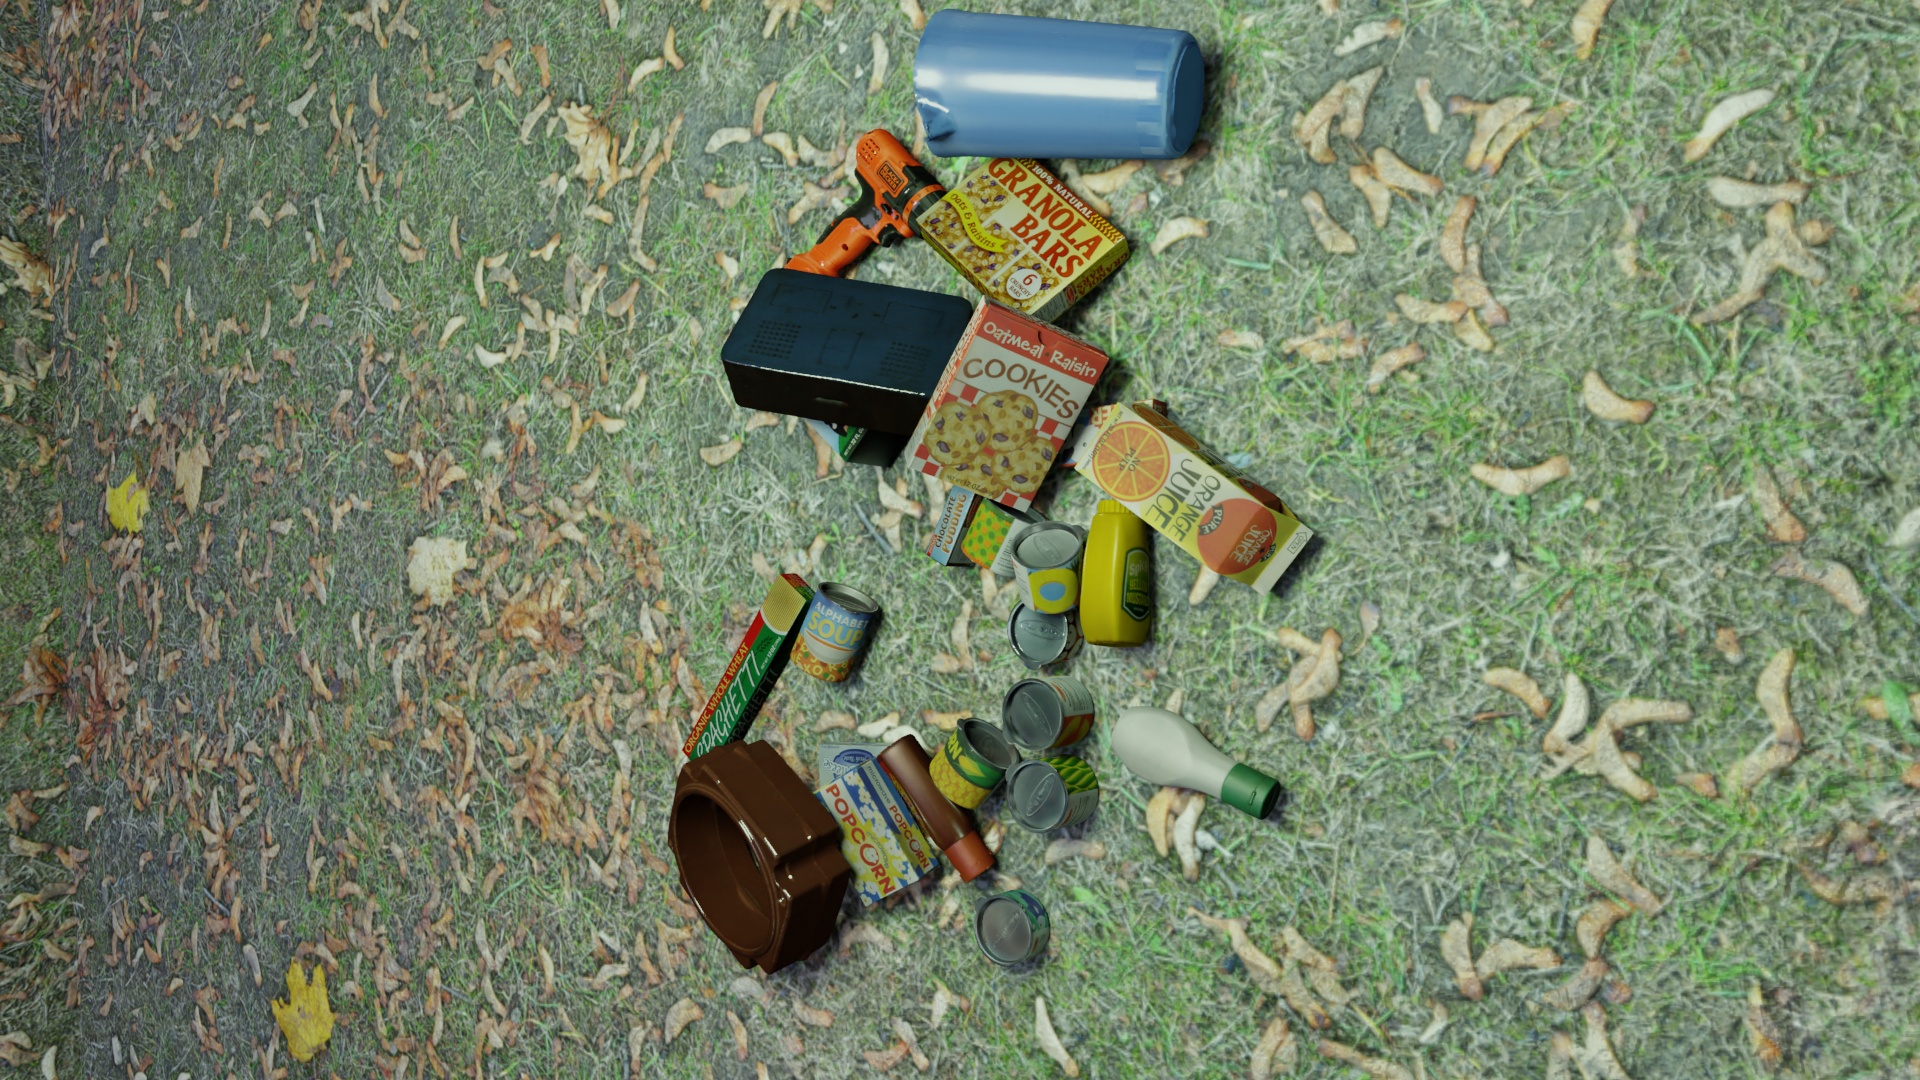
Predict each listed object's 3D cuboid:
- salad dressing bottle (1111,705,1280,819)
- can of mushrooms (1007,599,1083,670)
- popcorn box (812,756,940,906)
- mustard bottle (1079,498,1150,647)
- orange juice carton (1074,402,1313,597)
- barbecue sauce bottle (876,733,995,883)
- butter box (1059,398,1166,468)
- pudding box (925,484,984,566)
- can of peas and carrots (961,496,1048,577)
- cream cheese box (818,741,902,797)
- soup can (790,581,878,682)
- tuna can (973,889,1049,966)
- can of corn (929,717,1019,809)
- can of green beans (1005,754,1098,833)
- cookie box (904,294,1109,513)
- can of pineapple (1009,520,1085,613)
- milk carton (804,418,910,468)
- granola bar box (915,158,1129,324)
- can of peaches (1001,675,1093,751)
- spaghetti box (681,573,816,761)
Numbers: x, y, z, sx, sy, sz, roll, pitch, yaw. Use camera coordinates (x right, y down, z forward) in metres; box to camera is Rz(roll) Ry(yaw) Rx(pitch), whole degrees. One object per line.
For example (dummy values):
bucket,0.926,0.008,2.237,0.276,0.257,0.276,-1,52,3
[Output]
salad dressing bottle,0.202,0.193,1.200,0.148,0.044,0.064,24,100,32
can of mushrooms,0.079,0.086,1.298,0.071,0.033,0.071,-2,86,34
popcorn box,-0.088,0.289,1.381,0.085,0.038,0.127,-36,82,35
mustard bottle,0.140,0.015,1.241,0.049,0.065,0.160,-3,81,38
orange juice carton,0.201,-0.036,1.181,0.193,0.073,0.071,38,109,16
barbecue sauce bottle,-0.023,0.258,1.339,0.044,0.064,0.148,-35,80,-3
butter box,0.139,-0.097,1.271,0.103,0.024,0.053,-5,84,35
pudding box,0.005,-0.017,1.345,0.030,0.050,0.083,31,106,33
can of peas and carrots,0.040,-0.006,1.311,0.071,0.071,0.058,35,108,31
cream cheese box,-0.098,0.234,1.420,0.103,0.024,0.053,-5,86,35
soup can,-0.130,0.095,1.421,0.071,0.071,0.083,32,106,32
tuna can,0.047,0.362,1.306,0.071,0.033,0.071,-2,86,35
can of corn,0.010,0.210,1.317,0.071,0.071,0.058,48,114,27
can of green beans,0.084,0.231,1.271,0.071,0.058,0.071,-2,87,35
cookie box,0.041,-0.121,1.253,0.166,0.123,0.040,-62,19,22
can of pineapple,0.084,0.024,1.263,0.071,0.071,0.057,20,139,34
milk carton,-0.132,-0.162,1.435,0.191,0.073,0.072,47,113,28
granola bar box,0.058,-0.282,1.299,0.124,0.039,0.166,-40,63,-4
can of peaches,0.079,0.159,1.278,0.071,0.058,0.071,-1,88,35
spaghetti box,-0.230,0.150,1.514,0.050,0.029,0.249,41,110,30
